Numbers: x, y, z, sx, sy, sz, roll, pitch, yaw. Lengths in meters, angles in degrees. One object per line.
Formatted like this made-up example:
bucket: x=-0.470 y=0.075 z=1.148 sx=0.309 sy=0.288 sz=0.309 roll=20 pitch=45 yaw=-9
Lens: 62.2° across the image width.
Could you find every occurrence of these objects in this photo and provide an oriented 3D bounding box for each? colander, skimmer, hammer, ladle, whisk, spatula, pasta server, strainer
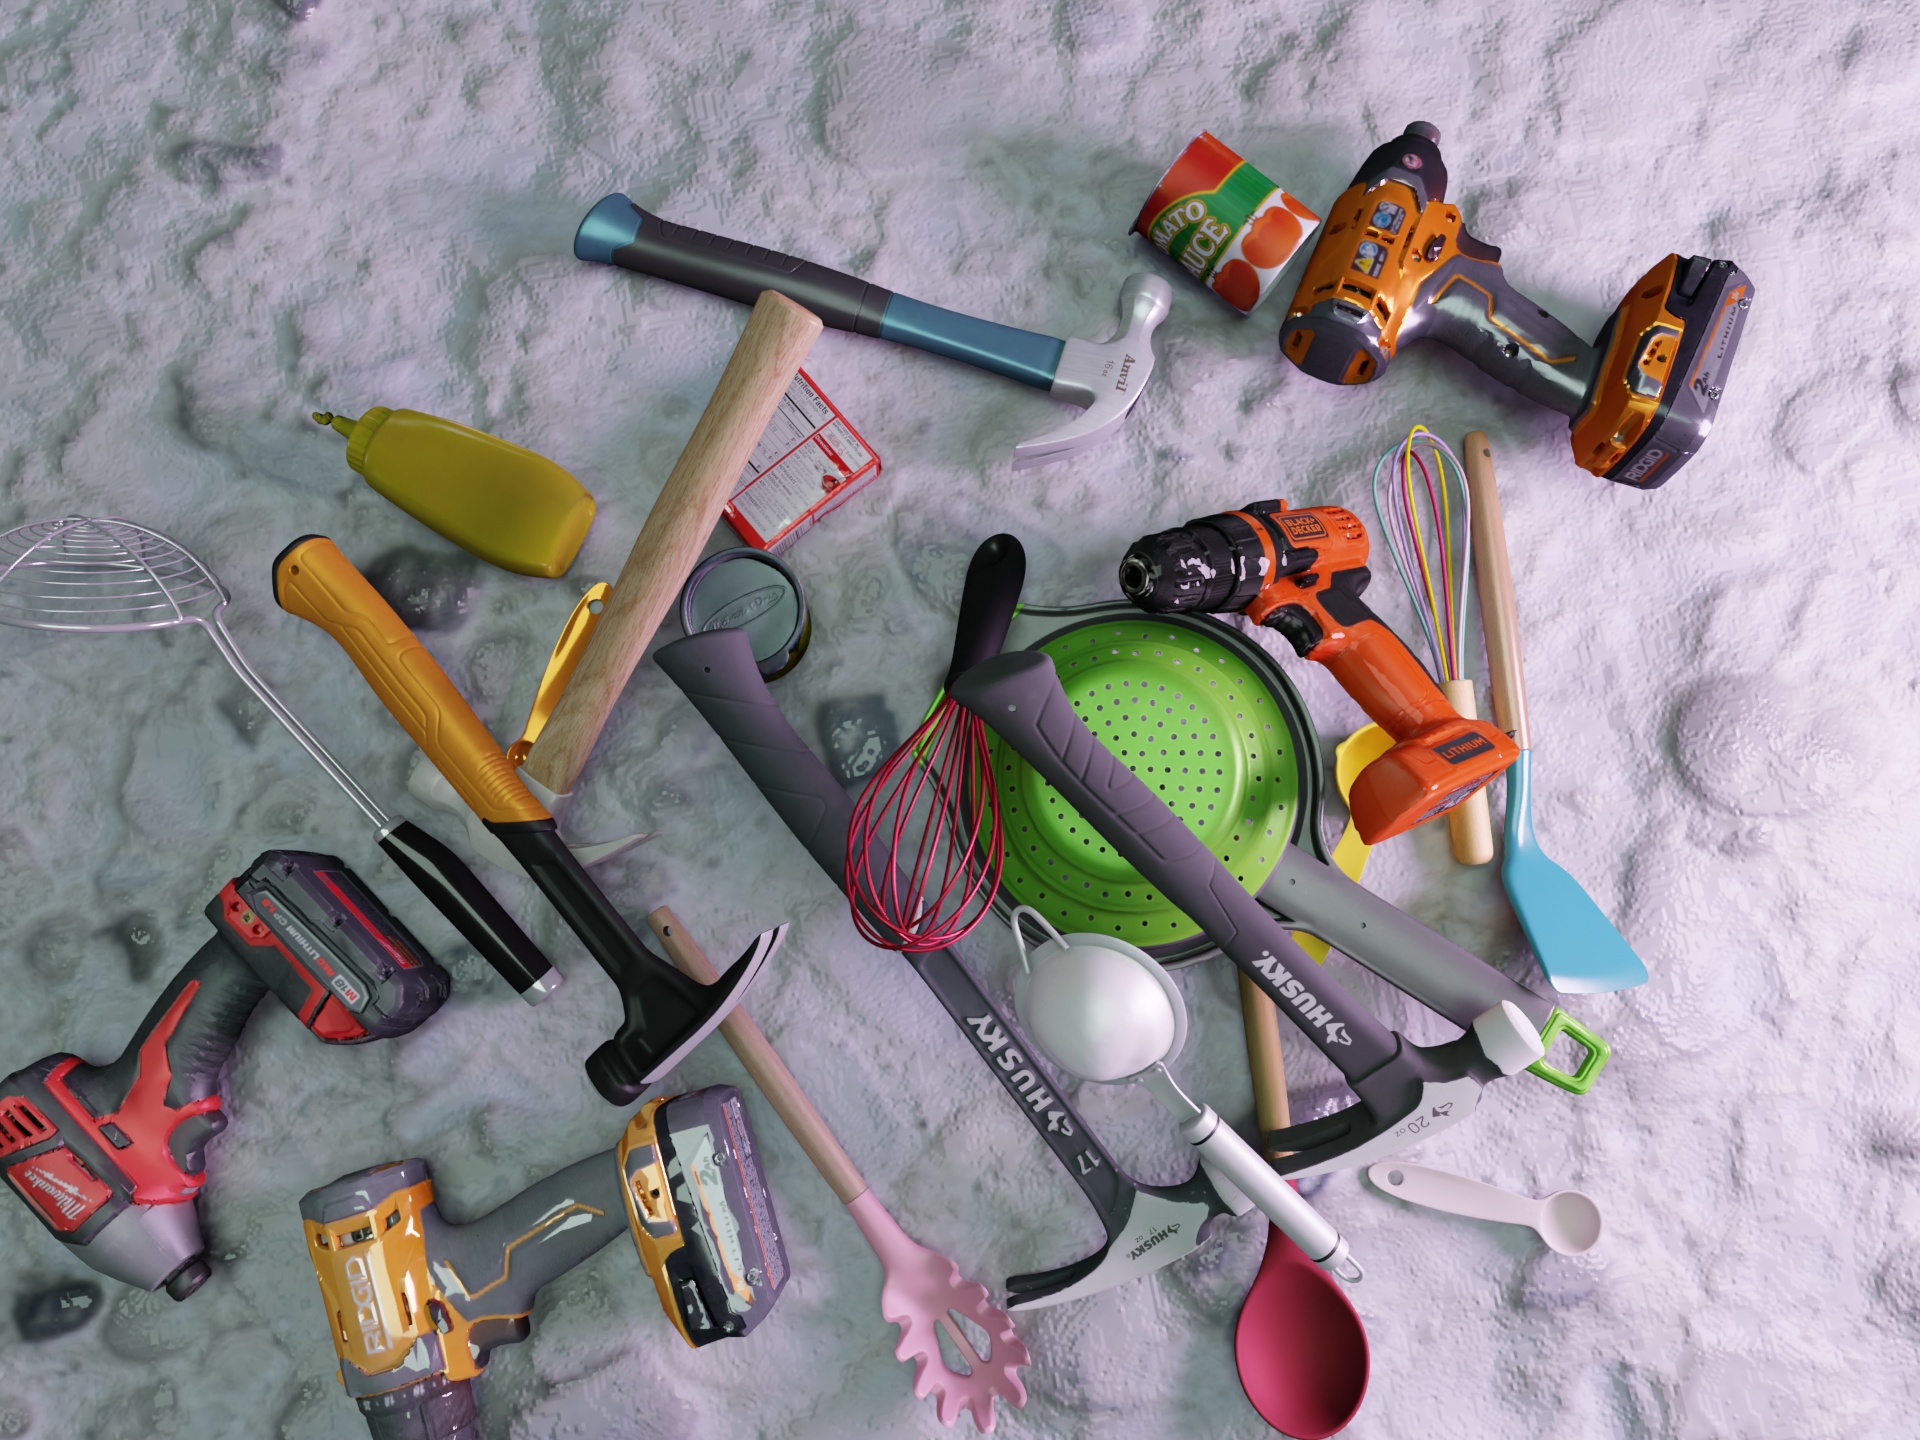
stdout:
colander: x=0.157 y=0.072 z=0.811 sx=0.397 sy=0.094 sz=0.204 roll=32 pitch=87 yaw=9
skimmer: x=-0.361 y=0.029 z=0.838 sx=0.090 sy=0.127 sz=0.363 roll=-40 pitch=97 yaw=17
hammer: x=0.119 y=0.091 z=0.758 sx=0.146 sy=0.035 sz=0.334 roll=-40 pitch=107 yaw=20
hammer: x=-0.161 y=-0.064 z=0.816 sx=0.130 sy=0.031 sz=0.331 roll=33 pitch=102 yaw=12
ladle: x=0.166 y=0.213 z=0.848 sx=0.069 sy=0.031 sz=0.315 roll=-7 pitch=81 yaw=5
whisk: x=0.265 y=-0.043 z=0.877 sx=0.051 sy=0.047 sz=0.245 roll=-7 pitch=86 yaw=9
hammer: x=-0.054 y=-0.233 z=0.896 sx=0.331 sy=0.033 sz=0.128 roll=17 pitch=76 yaw=2
whisk: x=-0.001 y=-0.003 z=0.787 sx=0.073 sy=0.073 sz=0.296 roll=14 pitch=44 yaw=0
spatula: x=0.312 y=-0.010 z=0.872 sx=0.082 sy=0.044 sz=0.318 roll=1 pitch=78 yaw=-32
hammer: x=-0.234 y=0.029 z=0.808 sx=0.127 sy=0.034 sz=0.337 roll=-44 pitch=80 yaw=15
hammer: x=-0.018 y=0.121 z=0.802 sx=0.149 sy=0.036 sz=0.409 roll=-36 pitch=97 yaw=6
pasta server: x=-0.071 y=0.228 z=0.834 sx=0.060 sy=0.040 sz=0.316 roll=-36 pitch=83 yaw=-7
strainer: x=0.111 y=0.191 z=0.771 sx=0.258 sy=0.050 sz=0.087 roll=45 pitch=122 yaw=-11

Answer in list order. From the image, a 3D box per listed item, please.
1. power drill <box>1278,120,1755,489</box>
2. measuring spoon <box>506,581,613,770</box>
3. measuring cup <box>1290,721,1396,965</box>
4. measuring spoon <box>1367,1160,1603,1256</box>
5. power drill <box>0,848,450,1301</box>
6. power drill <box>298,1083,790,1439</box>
power drill: x=0.309 y=-0.238 z=0.884 sx=0.226 sy=0.084 sz=0.164 roll=22 pitch=74 yaw=5
measuring spoon: x=-0.219 y=-0.023 z=0.880 sx=0.021 sy=0.011 sz=0.117 roll=22 pitch=79 yaw=3
measuring cup: x=0.212 y=0.074 z=0.871 sx=0.062 sy=0.029 sz=0.156 roll=25 pitch=91 yaw=8
measuring spoon: x=0.280 y=0.257 z=0.853 sx=0.124 sy=0.018 sz=0.034 roll=13 pitch=82 yaw=7
power drill: x=-0.380 y=0.182 z=0.815 sx=0.219 sy=0.078 sz=0.143 roll=-44 pitch=85 yaw=-4
power drill: x=-0.204 y=0.295 z=0.802 sx=0.226 sy=0.084 sz=0.185 roll=-17 pitch=84 yaw=1
